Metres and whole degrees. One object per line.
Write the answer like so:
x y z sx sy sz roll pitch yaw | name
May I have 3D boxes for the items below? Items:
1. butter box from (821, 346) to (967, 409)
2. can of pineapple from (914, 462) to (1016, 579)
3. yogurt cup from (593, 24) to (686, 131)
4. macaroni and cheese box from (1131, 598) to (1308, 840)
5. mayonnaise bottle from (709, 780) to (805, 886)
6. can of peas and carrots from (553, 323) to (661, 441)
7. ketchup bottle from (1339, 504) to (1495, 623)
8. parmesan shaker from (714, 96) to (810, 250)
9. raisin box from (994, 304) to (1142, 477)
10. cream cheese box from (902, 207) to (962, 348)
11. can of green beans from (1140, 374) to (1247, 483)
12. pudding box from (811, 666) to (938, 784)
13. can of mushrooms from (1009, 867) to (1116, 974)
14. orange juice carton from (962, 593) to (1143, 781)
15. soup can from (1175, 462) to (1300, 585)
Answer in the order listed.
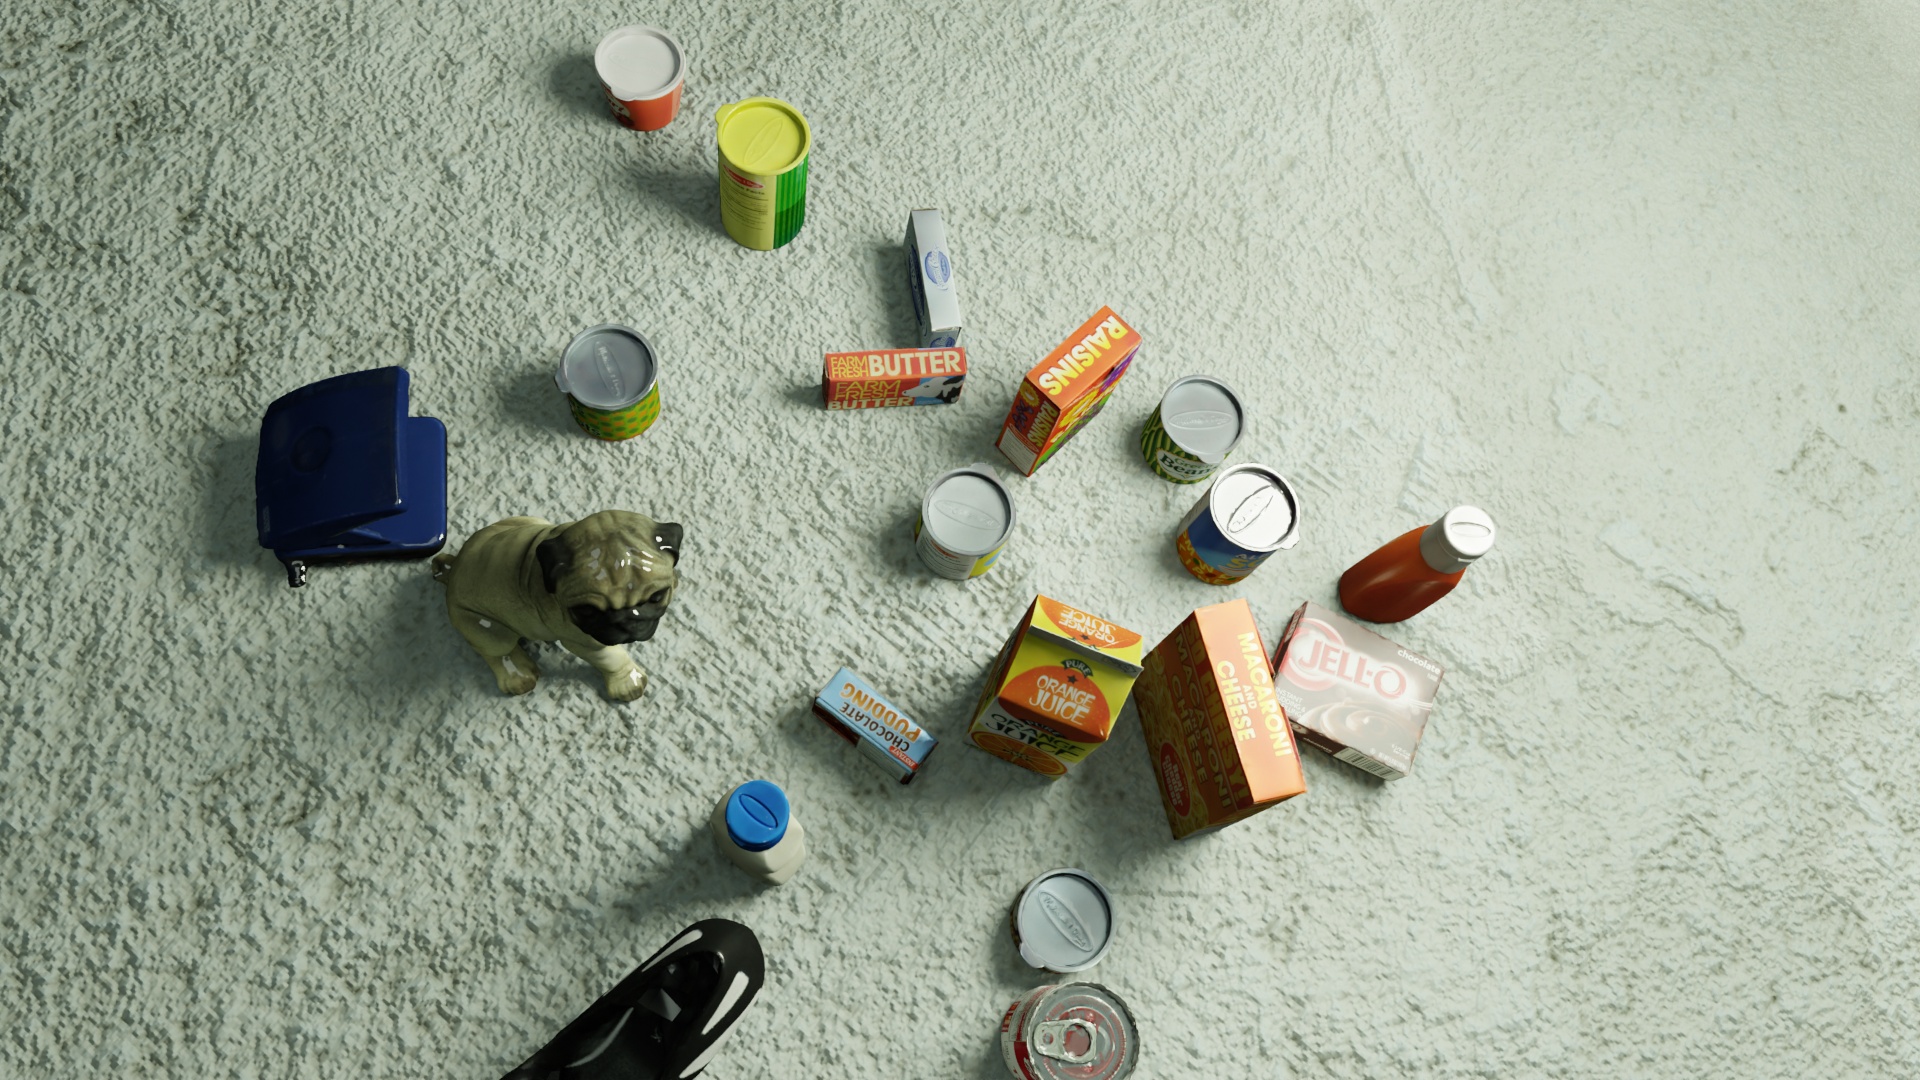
-0.049 -0.119 1.019 0.104 0.053 0.024 -4 71 -10 | butter box
0.004 -0.012 0.985 0.071 0.057 0.071 3 70 -8 | can of pineapple
-0.246 -0.355 1.073 0.072 0.053 0.072 3 70 -8 | yogurt cup
0.162 0.120 0.904 0.040 0.166 0.124 -11 73 -12 | macaroni and cheese box
-0.124 0.176 0.849 0.065 0.147 0.041 39 70 6 | mayonnaise bottle
-0.248 -0.110 0.981 0.071 0.058 0.071 3 70 -8 | can of peas and carrots
0.323 0.018 0.975 0.065 0.148 0.043 6 70 -7 | ketchup bottle
-0.149 -0.272 1.032 0.071 0.102 0.071 3 70 -8 | parmesan shaker
0.076 -0.104 0.995 0.086 0.123 0.040 -42 81 -19 | raisin box
-0.022 -0.193 1.049 0.024 0.053 0.104 -7 71 -11 | cream cheese box
0.173 -0.082 1.037 0.071 0.057 0.071 3 70 -8 | can of green beans
-0.058 0.125 0.930 0.084 0.049 0.030 37 69 5 | pudding box
0.065 0.252 0.912 0.071 0.033 0.071 3 70 -8 | can of mushrooms
0.059 0.092 0.884 0.072 0.192 0.073 23 69 0 | orange juice carton
0.200 -0.008 1.000 0.071 0.083 0.071 3 70 -8 | soup can
